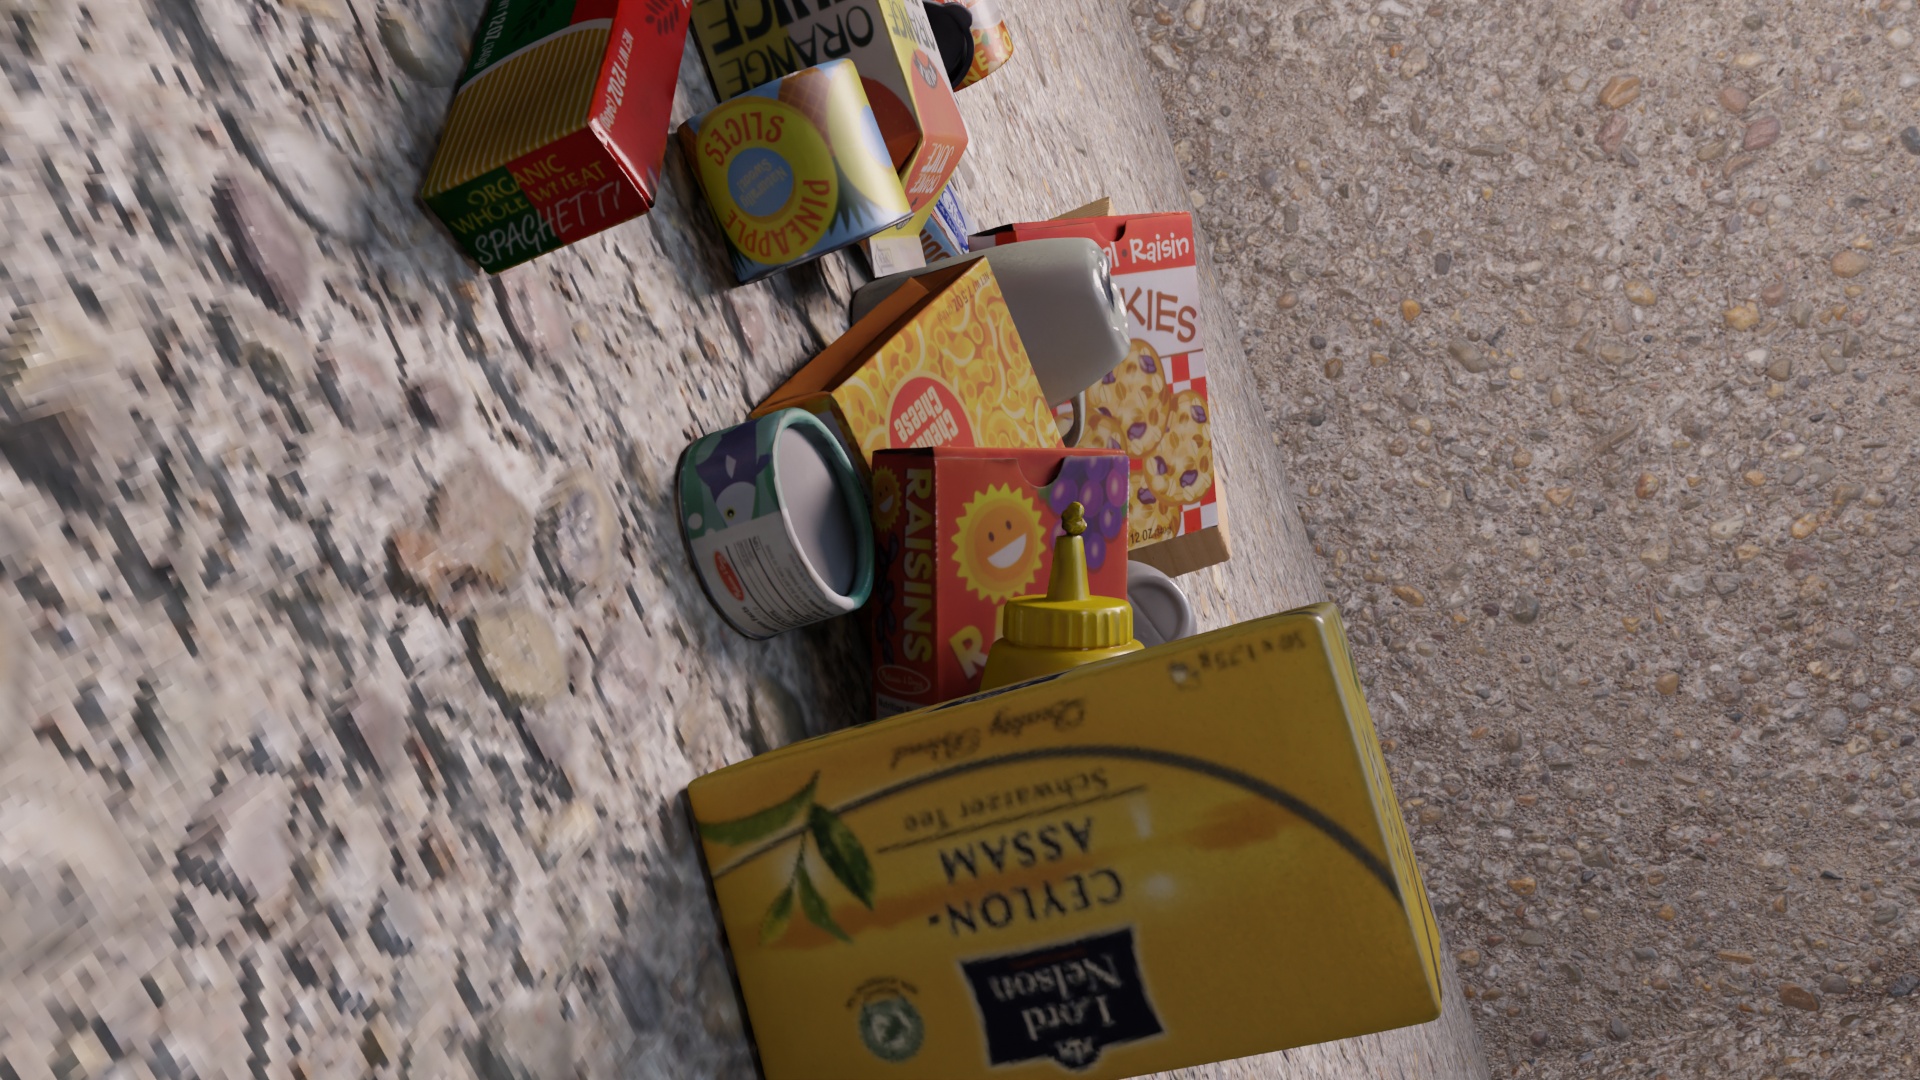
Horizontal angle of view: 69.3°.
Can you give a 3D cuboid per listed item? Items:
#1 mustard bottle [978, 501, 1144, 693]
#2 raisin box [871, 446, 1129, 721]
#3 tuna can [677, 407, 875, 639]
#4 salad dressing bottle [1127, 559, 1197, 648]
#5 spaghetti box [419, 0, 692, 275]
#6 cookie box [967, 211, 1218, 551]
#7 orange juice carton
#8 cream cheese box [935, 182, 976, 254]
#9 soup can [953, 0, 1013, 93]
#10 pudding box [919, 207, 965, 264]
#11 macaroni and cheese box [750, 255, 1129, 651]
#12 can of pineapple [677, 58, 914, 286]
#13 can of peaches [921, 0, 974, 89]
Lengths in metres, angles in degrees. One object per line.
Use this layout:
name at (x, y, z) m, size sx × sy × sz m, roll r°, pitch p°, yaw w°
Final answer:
mustard bottle at (0.033, 0.067, 0.428) m, size 0.065 × 0.049 × 0.160 m, roll -2°, pitch 95°, yaw -42°
raisin box at (0.014, 0.030, 0.468) m, size 0.086 × 0.040 × 0.123 m, roll -3°, pitch 94°, yaw -38°
tuna can at (-0.054, -0.007, 0.427) m, size 0.071 × 0.033 × 0.071 m, roll -18°, pitch 91°, yaw -72°
salad dressing bottle at (0.088, 0.044, 0.729) m, size 0.064 × 0.044 × 0.147 m, roll 51°, pitch -3°, yaw 4°
spaghetti box at (-0.104, -0.173, 0.410) m, size 0.028 × 0.050 × 0.251 m, roll 56°, pitch 23°, yaw -45°
cookie box at (0.071, -0.078, 0.702) m, size 0.123 × 0.040 × 0.167 m, roll -14°, pitch 102°, yaw -38°
orange juice carton at (-0.055, -0.197, 0.543) m, size 0.072 × 0.073 × 0.192 m, roll -42°, pitch 113°, yaw -71°
cream cheese box at (-0.020, -0.170, 0.702) m, size 0.103 × 0.024 × 0.053 m, roll 49°, pitch 27°, yaw -52°
soup can at (-0.013, -0.297, 0.768) m, size 0.072 × 0.071 × 0.083 m, roll -83°, pitch 150°, yaw -54°
pudding box at (-0.025, -0.145, 0.637) m, size 0.083 × 0.030 × 0.050 m, roll 46°, pitch 16°, yaw -55°
macaroni and cheese box at (0.002, -0.007, 0.530) m, size 0.124 × 0.040 × 0.166 m, roll -51°, pitch 123°, yaw -48°
can of pineapple at (-0.057, -0.126, 0.479) m, size 0.071 × 0.071 × 0.057 m, roll -59°, pitch 129°, yaw -67°
can of peaches at (-0.027, -0.263, 0.693) m, size 0.071 × 0.071 × 0.058 m, roll 46°, pitch 30°, yaw -54°
